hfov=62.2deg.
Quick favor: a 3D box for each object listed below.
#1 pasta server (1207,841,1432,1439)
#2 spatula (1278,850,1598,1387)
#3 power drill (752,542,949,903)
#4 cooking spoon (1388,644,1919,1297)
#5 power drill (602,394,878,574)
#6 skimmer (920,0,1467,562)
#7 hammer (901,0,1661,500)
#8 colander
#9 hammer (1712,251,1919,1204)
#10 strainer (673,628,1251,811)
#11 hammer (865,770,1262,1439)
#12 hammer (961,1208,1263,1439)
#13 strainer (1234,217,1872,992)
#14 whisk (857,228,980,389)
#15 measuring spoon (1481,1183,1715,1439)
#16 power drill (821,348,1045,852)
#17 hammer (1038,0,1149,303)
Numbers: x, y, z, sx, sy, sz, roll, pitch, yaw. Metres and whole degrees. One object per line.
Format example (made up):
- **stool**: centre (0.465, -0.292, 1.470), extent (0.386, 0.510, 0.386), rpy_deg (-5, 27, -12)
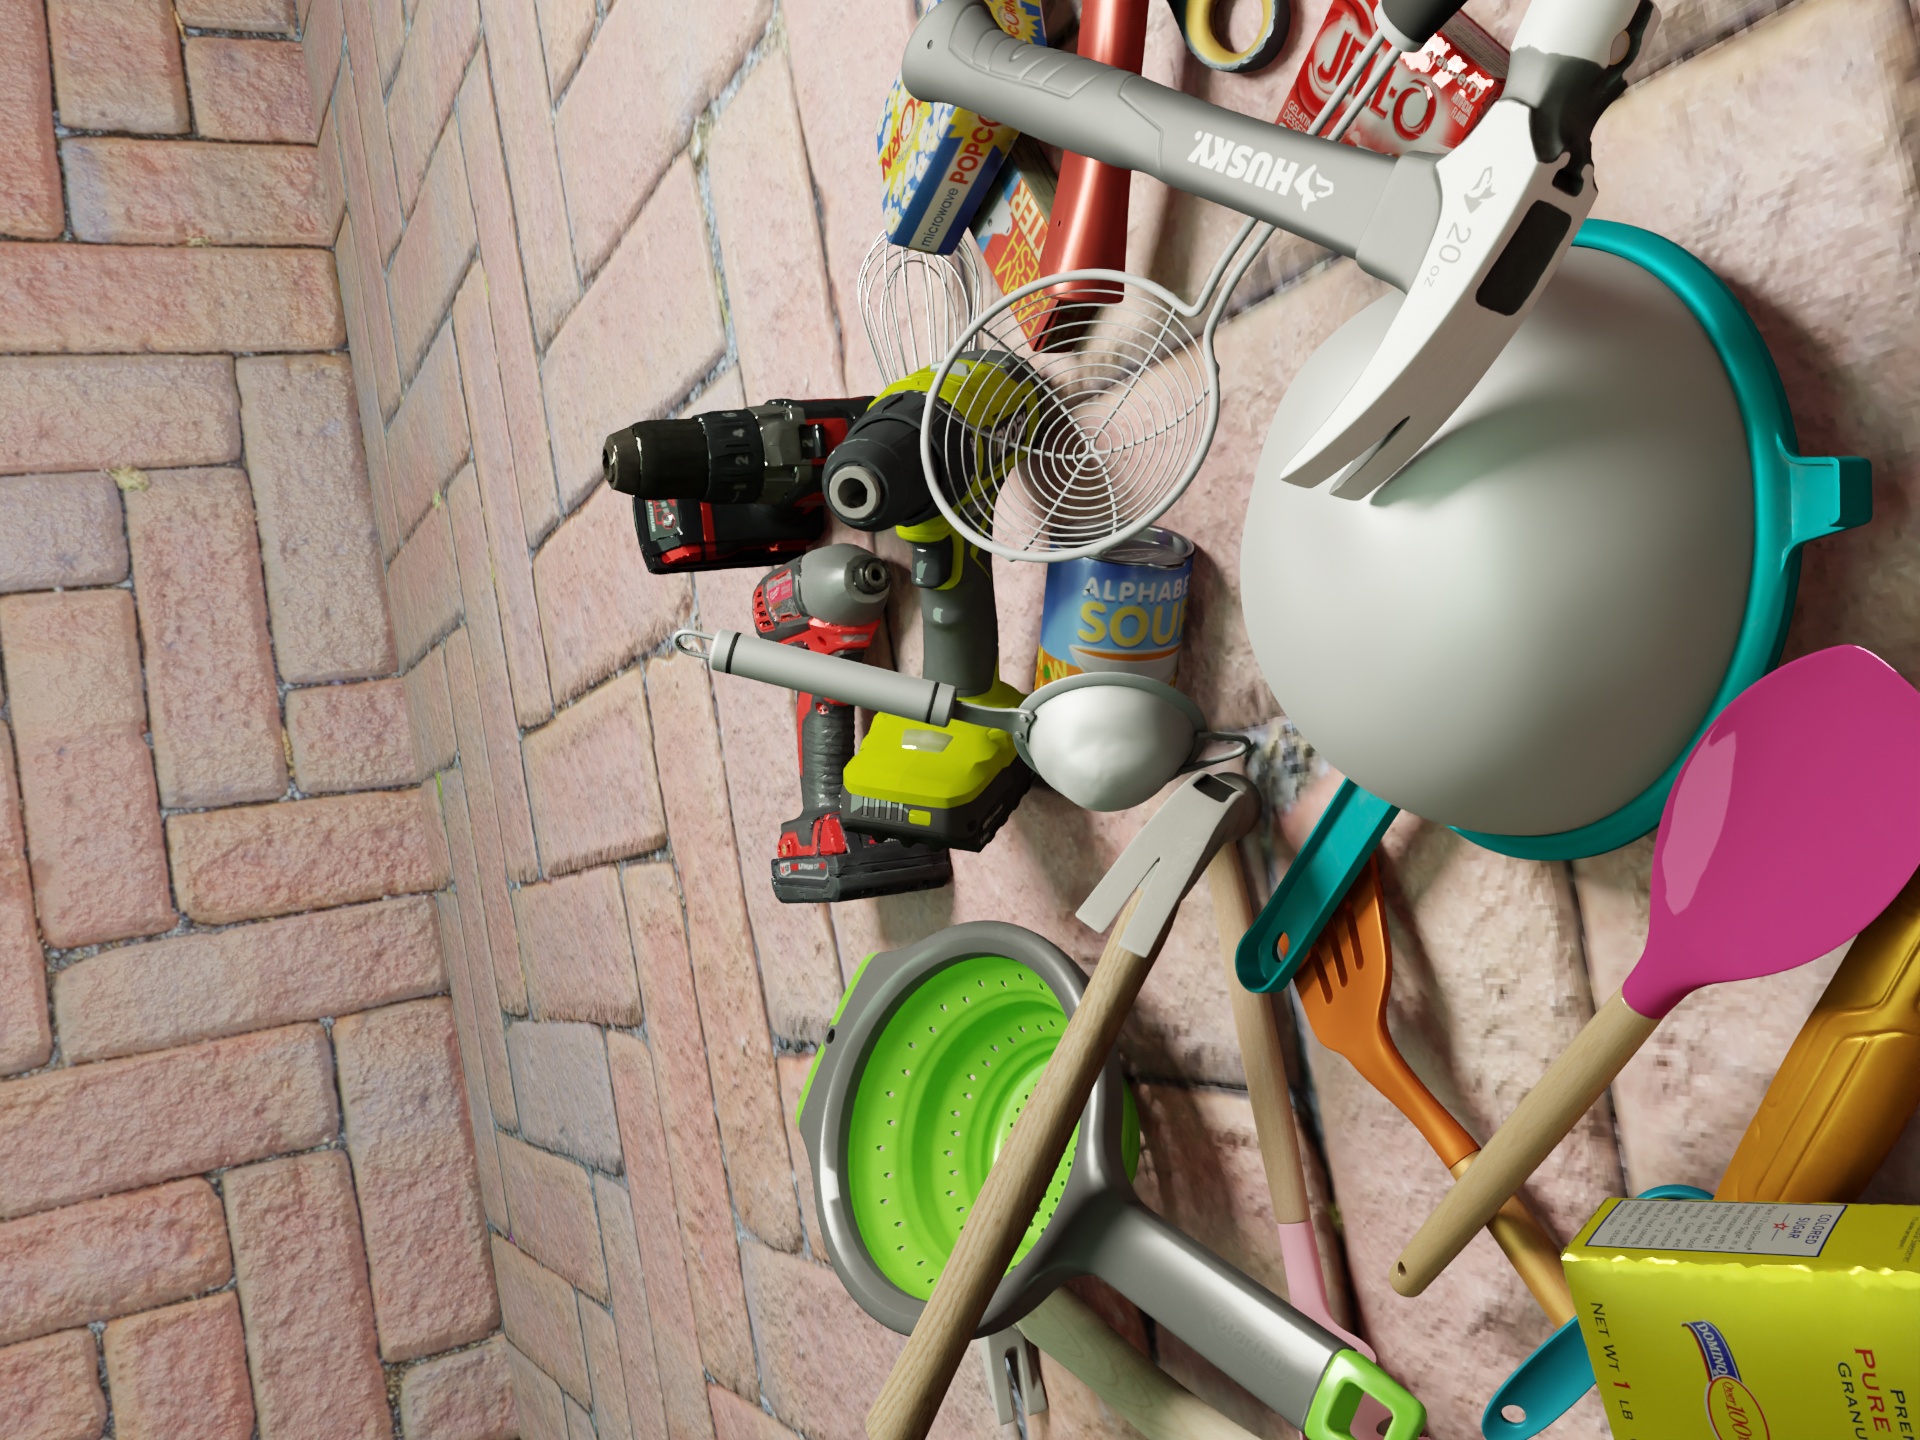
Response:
- **pasta server**: centre (0.147, 0.191, 0.700), extent (0.060, 0.040, 0.316), rpy_deg (-29, 68, 59)
- **spatula**: centre (0.209, 0.181, 0.590), extent (0.323, 0.041, 0.081), rpy_deg (58, 142, 29)
- **power drill**: centre (-0.073, 0.000, 0.993), extent (0.143, 0.078, 0.220), rpy_deg (-13, 83, 60)
- **cooking spoon**: centre (0.205, 0.103, 0.505), extent (0.318, 0.017, 0.069), rpy_deg (107, 147, -42)
- **power drill**: centre (-0.138, -0.143, 0.960), extent (0.227, 0.188, 0.080), rpy_deg (-8, 90, 65)
- **skimmer**: centre (0.097, -0.193, 0.554), extent (0.363, 0.090, 0.127), rpy_deg (-52, 54, 49)
- **hammer**: centre (0.066, -0.194, 0.541), extent (0.335, 0.035, 0.146), rpy_deg (44, 119, 48)
- **colander**: centre (0.071, 0.231, 0.751), extent (0.397, 0.094, 0.204), rpy_deg (21, 86, 51)
- **hammer**: centre (0.262, 0.045, 0.433), extent (0.127, 0.034, 0.336), rpy_deg (43, 131, 47)
- **strainer**: centre (-0.001, -0.002, 0.695), extent (0.086, 0.258, 0.050), rpy_deg (103, -178, -51)
- **hammer**: centre (0.036, 0.173, 0.679), extent (0.031, 0.130, 0.331), rpy_deg (28, 101, 18)
- **hammer**: centre (0.096, 0.337, 0.764), extent (0.411, 0.038, 0.146), rpy_deg (177, 84, -68)
- **strainer**: centre (0.137, -0.012, 0.560), extent (0.211, 0.095, 0.340), rpy_deg (-112, 31, -42)
- **whisk**: centre (-0.013, -0.132, 0.872), extent (0.070, 0.070, 0.284), rpy_deg (17, 116, 58)
- **measuring spoon**: centre (0.220, 0.204, 0.545), extent (0.042, 0.021, 0.128), rpy_deg (35, 117, 11)
- **power drill**: centre (-0.014, -0.056, 0.776), extent (0.080, 0.190, 0.228), rpy_deg (8, 114, 17)
- **hammer**: centre (0.074, -0.352, 0.639), extent (0.149, 0.036, 0.359), rpy_deg (36, 126, 57)
